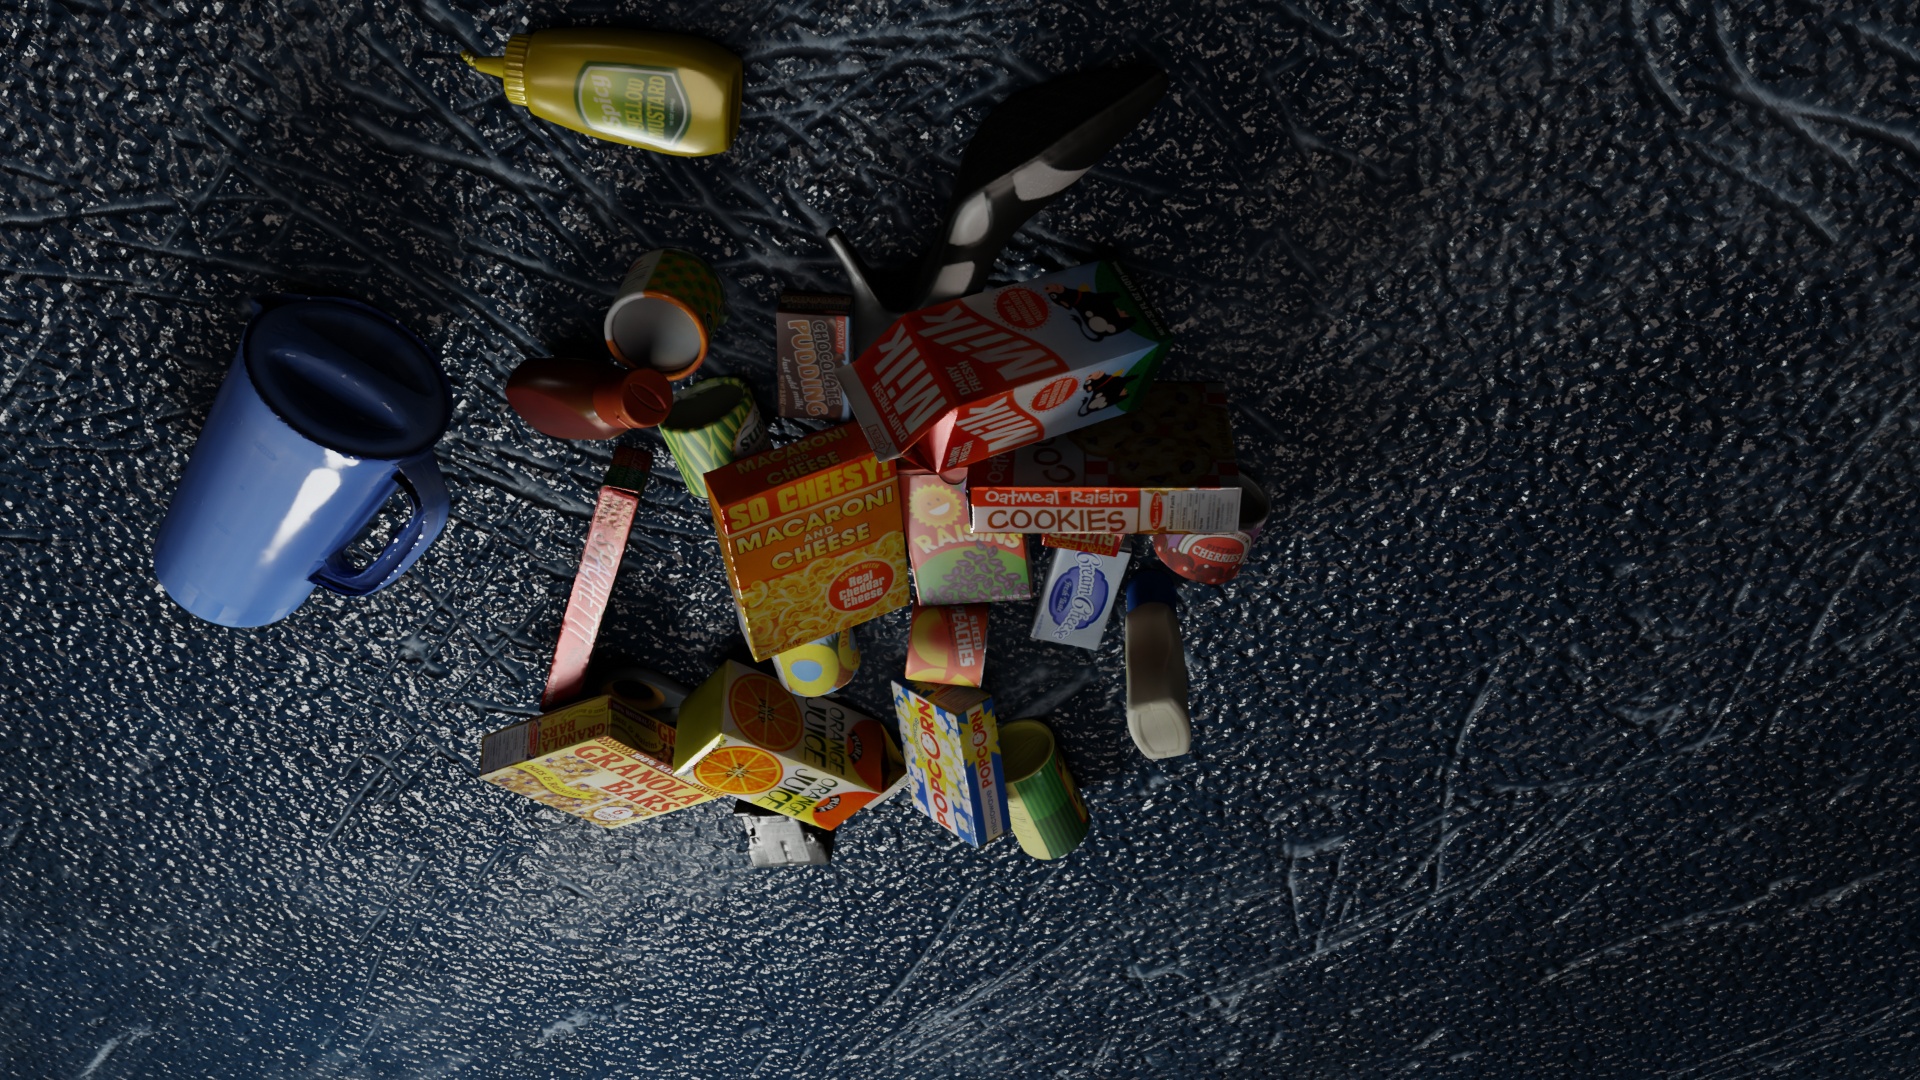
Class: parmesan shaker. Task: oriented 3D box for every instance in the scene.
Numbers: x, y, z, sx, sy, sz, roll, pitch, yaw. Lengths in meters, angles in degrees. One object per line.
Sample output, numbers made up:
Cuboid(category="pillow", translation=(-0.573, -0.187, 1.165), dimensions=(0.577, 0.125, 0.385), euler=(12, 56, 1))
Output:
Cuboid(category="parmesan shaker", translation=(0.061, 0.205, 1.149), dimensions=(0.071, 0.072, 0.102), euler=(-15, 127, 15))

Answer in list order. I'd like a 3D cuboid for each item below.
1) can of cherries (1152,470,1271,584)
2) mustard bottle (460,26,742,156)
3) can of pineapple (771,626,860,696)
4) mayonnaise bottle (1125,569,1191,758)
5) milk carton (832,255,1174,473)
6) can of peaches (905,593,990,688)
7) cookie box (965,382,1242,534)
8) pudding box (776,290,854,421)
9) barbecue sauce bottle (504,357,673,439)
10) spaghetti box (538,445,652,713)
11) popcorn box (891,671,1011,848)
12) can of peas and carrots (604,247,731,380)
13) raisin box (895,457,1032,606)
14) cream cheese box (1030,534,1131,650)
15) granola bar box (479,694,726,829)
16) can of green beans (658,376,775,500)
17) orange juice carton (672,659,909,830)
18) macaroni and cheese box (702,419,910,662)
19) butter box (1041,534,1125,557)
Cuboid(category="can of cherries", translation=(0.173, -0.010, 0.961), dimensions=(0.071, 0.072, 0.058), euler=(14, 129, -7))
Cuboid(category="mustard bottle", translation=(-0.208, -0.263, 0.799), dimensions=(0.160, 0.049, 0.065), euler=(8, 127, -2))
Cuboid(category="can of pineapple", translation=(-0.111, 0.076, 1.054), dimensions=(0.071, 0.071, 0.057), euler=(-6, 129, 9))
Cuboid(category="mayonnaise bottle", translation=(0.138, 0.082, 0.988), dimensions=(0.041, 0.149, 0.064), euler=(-12, 127, 14))
Cuboid(category="milk carton", translation=(0.023, -0.101, 0.832), dimensions=(0.191, 0.072, 0.073), euler=(-18, 155, -22))
Cuboid(category="can of peaches", translation=(-0.010, 0.074, 1.044), dimensions=(0.058, 0.071, 0.070), euler=(7, 129, -1))
Cuboid(category="cookie box", translation=(0.091, -0.056, 0.897), dimensions=(0.167, 0.123, 0.040), euler=(1, 128, 4))
Cuboid(category="pudding box", translation=(-0.095, -0.121, 0.918), dimensions=(0.050, 0.030, 0.083), euler=(4, 129, -1))
Cuboid(category="barbecue sauce bottle", translation=(-0.236, -0.091, 0.893), dimensions=(0.148, 0.044, 0.064), euler=(6, 153, 50))
Cuboid(category="spaghetti box", translation=(-0.276, 0.037, 1.045), dimensions=(0.029, 0.050, 0.248), euler=(18, 128, -12))
Cuboid(category="popcorn box", translation=(-0.007, 0.168, 1.092), dimensions=(0.038, 0.085, 0.126), euler=(-24, 119, -31))
Cuboid(category="can of peas and carrots", translation=(-0.186, -0.143, 0.888), dimensions=(0.071, 0.059, 0.070), euler=(2, 129, 3))
Cuboid(category="raisin box", translation=(0.004, -0.012, 0.993), dimensions=(0.086, 0.040, 0.122), euler=(-3, 128, 8))
Cuboid(category="cream cheese box", translation=(0.089, 0.035, 1.034), dimensions=(0.053, 0.024, 0.103), euler=(10, 129, -5))
Cuboid(category="granola bar box", translation=(-0.286, 0.183, 1.133), dimensions=(0.124, 0.039, 0.165), euler=(-19, 148, 18))
Cuboid(category="can of green beans", translation=(-0.164, -0.070, 0.941), dimensions=(0.071, 0.071, 0.057), euler=(-9, 127, 12))
Cuboid(category="orange juice carton", translation=(-0.128, 0.173, 1.117), dimensions=(0.192, 0.073, 0.071), euler=(27, 129, -30))
Cuboid(category="macaroni and cheese box", translation=(-0.103, 0.001, 0.962), dimensions=(0.124, 0.040, 0.165), euler=(-21, 141, -15))
Cuboid(category="butter box", translation=(0.082, -0.032, 0.929), dimensions=(0.053, 0.104, 0.024), euler=(10, 128, -3))
